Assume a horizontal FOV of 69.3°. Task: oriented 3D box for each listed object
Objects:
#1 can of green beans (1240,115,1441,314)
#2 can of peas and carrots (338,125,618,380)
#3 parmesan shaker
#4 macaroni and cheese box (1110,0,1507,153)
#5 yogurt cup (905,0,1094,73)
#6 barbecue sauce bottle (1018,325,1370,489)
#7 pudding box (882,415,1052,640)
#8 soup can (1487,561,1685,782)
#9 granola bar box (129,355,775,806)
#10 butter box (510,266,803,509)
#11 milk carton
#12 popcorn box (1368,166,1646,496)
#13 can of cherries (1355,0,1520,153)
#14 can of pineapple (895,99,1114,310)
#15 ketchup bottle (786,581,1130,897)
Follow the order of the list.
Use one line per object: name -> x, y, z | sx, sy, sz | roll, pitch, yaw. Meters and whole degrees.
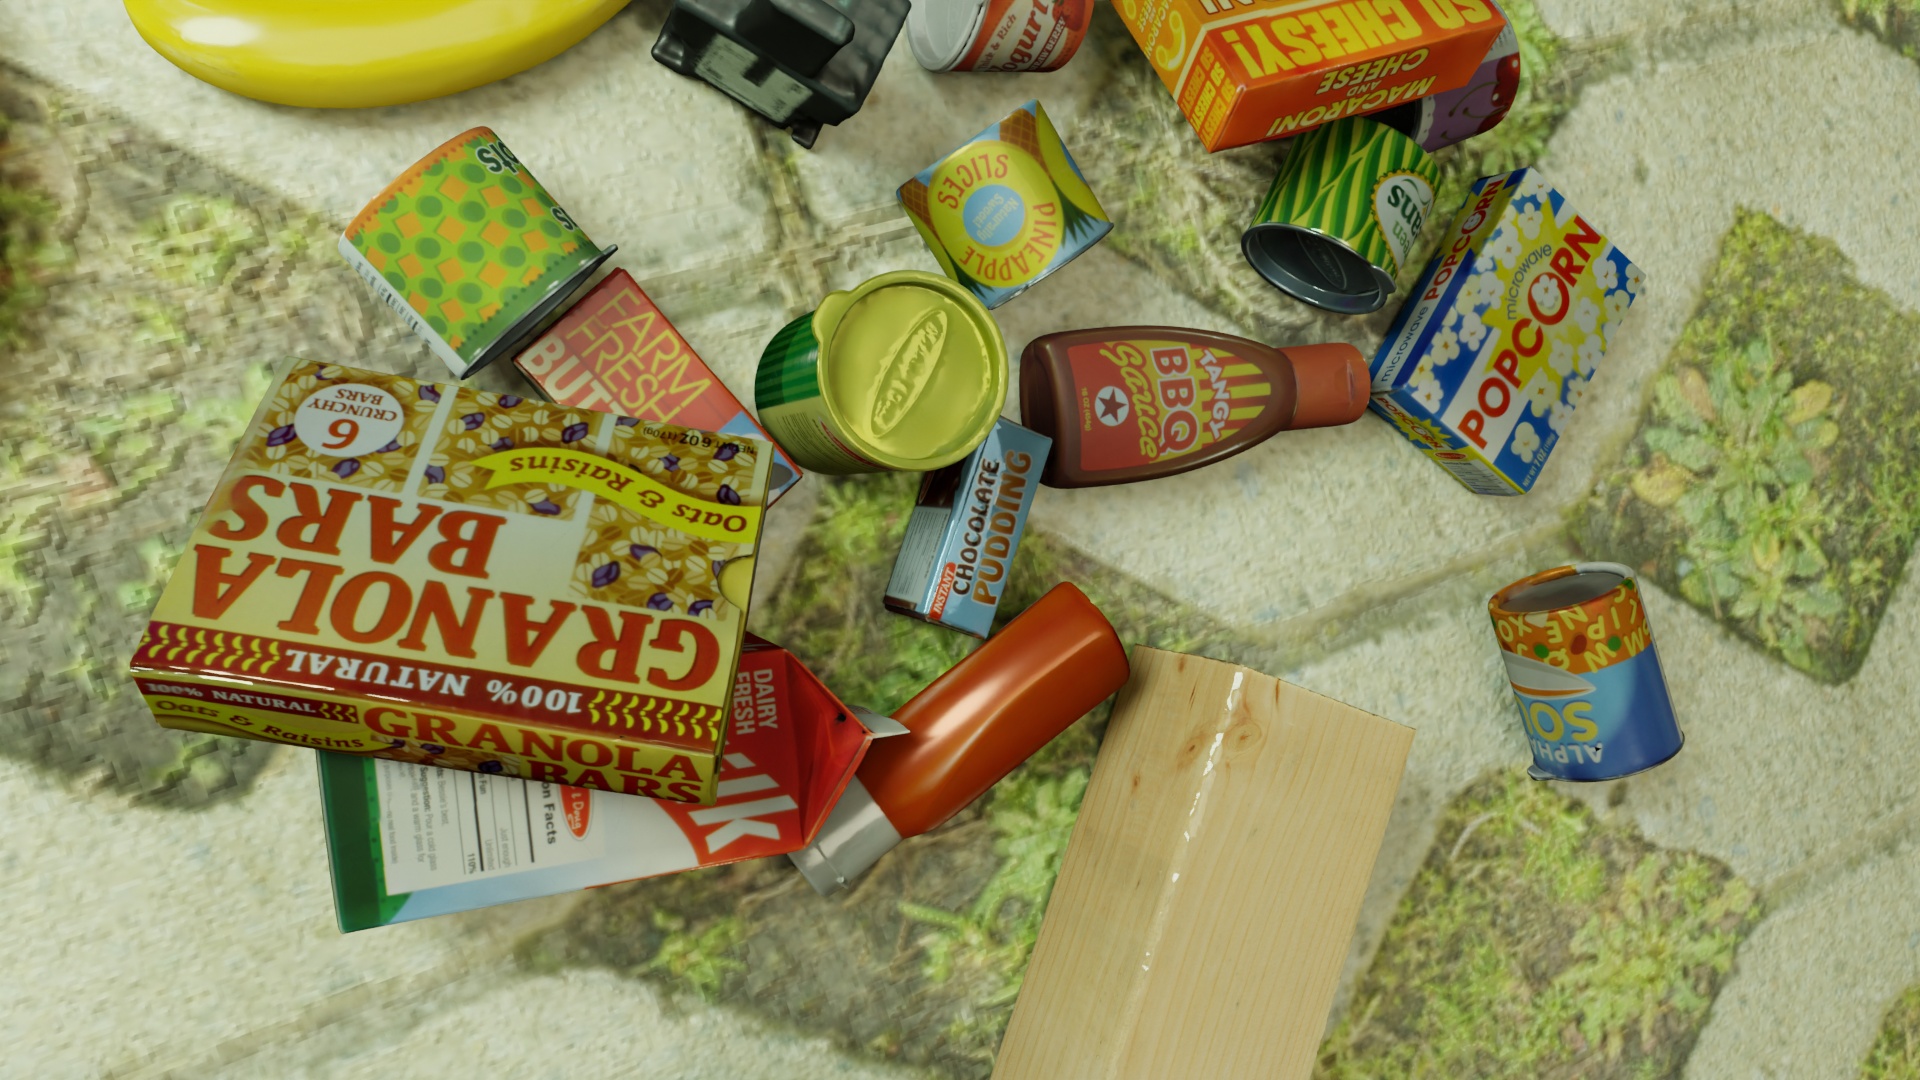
can of green beans -> 0.162, -0.138, 0.592 | 0.071, 0.071, 0.058 | 32, 81, -18
can of peas and carrots -> -0.163, -0.099, 0.472 | 0.071, 0.071, 0.058 | -45, 105, -14
parmesan shaker -> -0.034, -0.059, 0.501 | 0.071, 0.103, 0.071 | -1, 92, -21
macaroni and cheese box -> 0.116, -0.238, 0.548 | 0.124, 0.040, 0.167 | -19, 69, -19
yogurt cup -> 0.016, -0.213, 0.539 | 0.054, 0.072, 0.072 | -1, 92, -28
barbecue sauce bottle -> 0.100, -0.060, 0.583 | 0.149, 0.043, 0.065 | -7, 93, -20
pudding box -> 0.002, -0.007, 0.545 | 0.030, 0.049, 0.084 | 20, 84, -21
soup can -> 0.286, 0.061, 0.643 | 0.071, 0.071, 0.083 | -23, 99, -18
granola bar box -> -0.150, 0.010, 0.443 | 0.166, 0.038, 0.125 | 10, 52, -8
butter box -> -0.112, -0.045, 0.515 | 0.053, 0.024, 0.103 | -44, 105, -13
milk carton -> -0.118, 0.076, 0.491 | 0.191, 0.072, 0.073 | -6, 94, -19
popcorn box -> 0.249, -0.095, 0.640 | 0.085, 0.038, 0.127 | 35, 80, -17
can of cherries -> 0.198, -0.200, 0.607 | 0.058, 0.071, 0.071 | -23, 99, -19
can of pineapple -> 0.017, -0.128, 0.537 | 0.071, 0.071, 0.057 | -37, 102, -15
ketchup bottle -> -0.003, 0.079, 0.541 | 0.149, 0.064, 0.043 | -37, 63, -9
